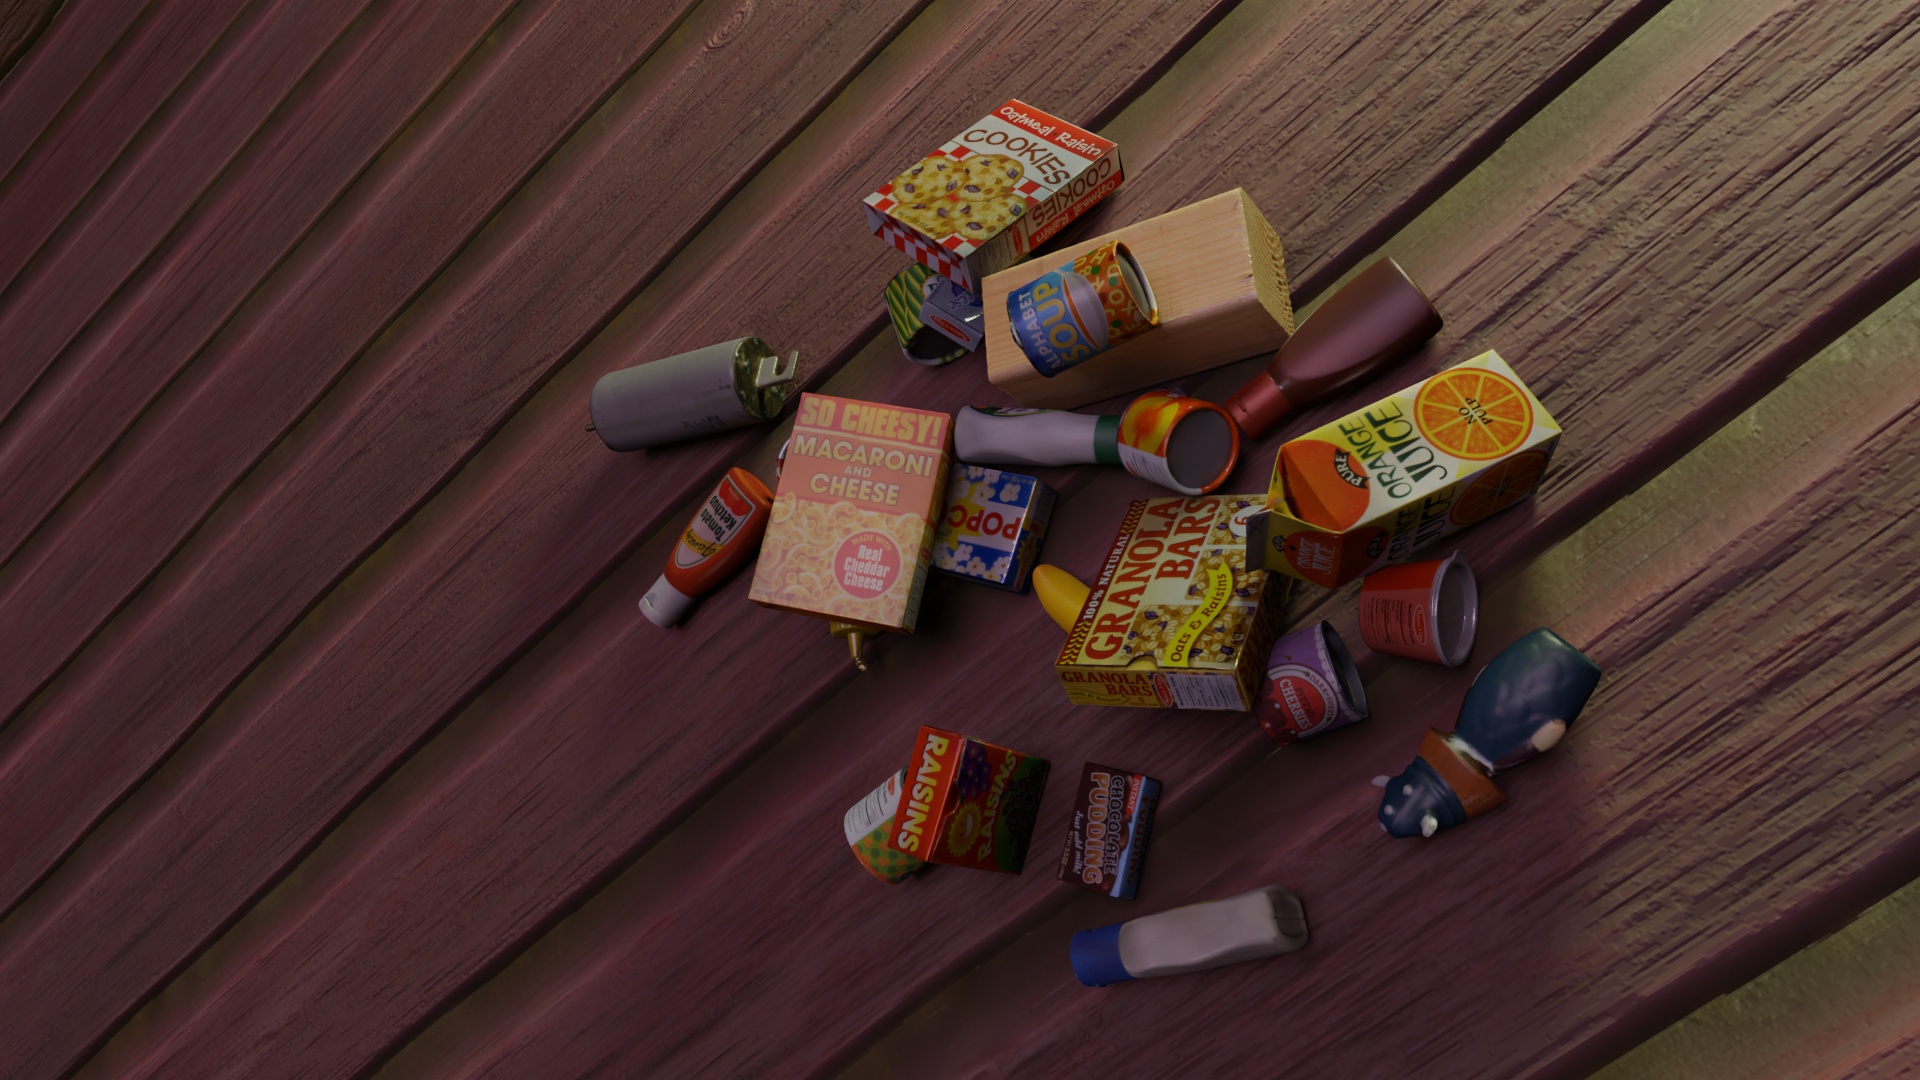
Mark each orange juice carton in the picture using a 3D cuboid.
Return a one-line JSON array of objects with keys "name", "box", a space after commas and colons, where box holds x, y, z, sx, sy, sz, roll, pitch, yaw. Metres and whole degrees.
[{"name": "orange juice carton", "box": [0.260, -0.035, 0.854, 0.193, 0.071, 0.073, -24, 59, -6]}]

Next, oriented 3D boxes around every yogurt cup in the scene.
[{"name": "yogurt cup", "box": [0.284, 0.044, 0.864, 0.054, 0.072, 0.072, 0, 74, 41]}]

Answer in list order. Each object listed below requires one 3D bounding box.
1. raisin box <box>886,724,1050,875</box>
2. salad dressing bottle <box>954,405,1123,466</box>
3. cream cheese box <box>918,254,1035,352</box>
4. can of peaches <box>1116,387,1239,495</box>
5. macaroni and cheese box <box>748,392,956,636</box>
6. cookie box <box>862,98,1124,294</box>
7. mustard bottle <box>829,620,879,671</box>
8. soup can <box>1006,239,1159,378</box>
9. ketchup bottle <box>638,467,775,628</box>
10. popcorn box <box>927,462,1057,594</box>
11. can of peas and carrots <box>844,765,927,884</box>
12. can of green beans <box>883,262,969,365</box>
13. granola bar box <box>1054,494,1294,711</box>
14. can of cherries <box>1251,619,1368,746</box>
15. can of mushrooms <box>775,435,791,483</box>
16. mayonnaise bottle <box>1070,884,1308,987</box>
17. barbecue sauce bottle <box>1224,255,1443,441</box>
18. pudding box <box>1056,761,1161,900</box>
[{"name": "raisin box", "box": [0.008, 0.180, 0.952, 0.040, 0.123, 0.086, 11, 80, 35]}, {"name": "salad dressing bottle", "box": [0.071, -0.077, 1.039, 0.147, 0.064, 0.044, 4, 93, 23]}, {"name": "cream cheese box", "box": [0.014, -0.199, 1.093, 0.053, 0.024, 0.104, 32, 54, 1]}, {"name": "can of peaches", "box": [0.153, -0.071, 0.970, 0.071, 0.071, 0.058, -62, 30, 0]}, {"name": "macaroni and cheese box", "box": [-0.080, -0.021, 1.056, 0.124, 0.040, 0.167, 10, 77, 14]}, {"name": "cookie box", "box": [0.027, -0.276, 1.101, 0.168, 0.040, 0.123, -39, 53, -20]}, {"name": "mustard bottle", "box": [-0.087, 0.025, 1.101, 0.049, 0.065, 0.160, -13, 71, 23]}, {"name": "soup can", "box": [0.082, -0.156, 0.942, 0.083, 0.071, 0.071, -24, 63, 24]}, {"name": "ketchup bottle", "box": [-0.218, 0.011, 1.200, 0.148, 0.043, 0.065, -49, 56, 9]}, {"name": "popcorn box", "box": [0.004, -0.013, 1.072, 0.127, 0.038, 0.085, 12, 81, 34]}, {"name": "can of peas and carrots", "box": [-0.040, 0.209, 1.010, 0.058, 0.071, 0.071, -39, 58, 16]}, {"name": "can of green beans", "box": [-0.023, -0.184, 1.129, 0.071, 0.071, 0.058, -30, 61, 21]}, {"name": "granola bar box", "box": [0.148, 0.037, 0.915, 0.124, 0.039, 0.166, -2, 41, 32]}, {"name": "can of cherries", "box": [0.218, 0.092, 0.883, 0.058, 0.071, 0.072, -25, 63, 23]}, {"name": "can of mushrooms", "box": [-0.120, -0.060, 1.168, 0.071, 0.033, 0.071, -11, 68, 28]}, {"name": "mayonnaise bottle", "box": [0.141, 0.254, 0.884, 0.148, 0.065, 0.041, -21, 65, 29]}, {"name": "barbecue sauce bottle", "box": [0.251, -0.126, 0.953, 0.148, 0.043, 0.065, -38, 58, 17]}, {"name": "pudding box", "box": [0.102, 0.197, 0.945, 0.049, 0.030, 0.084, 10, 80, 33]}]
